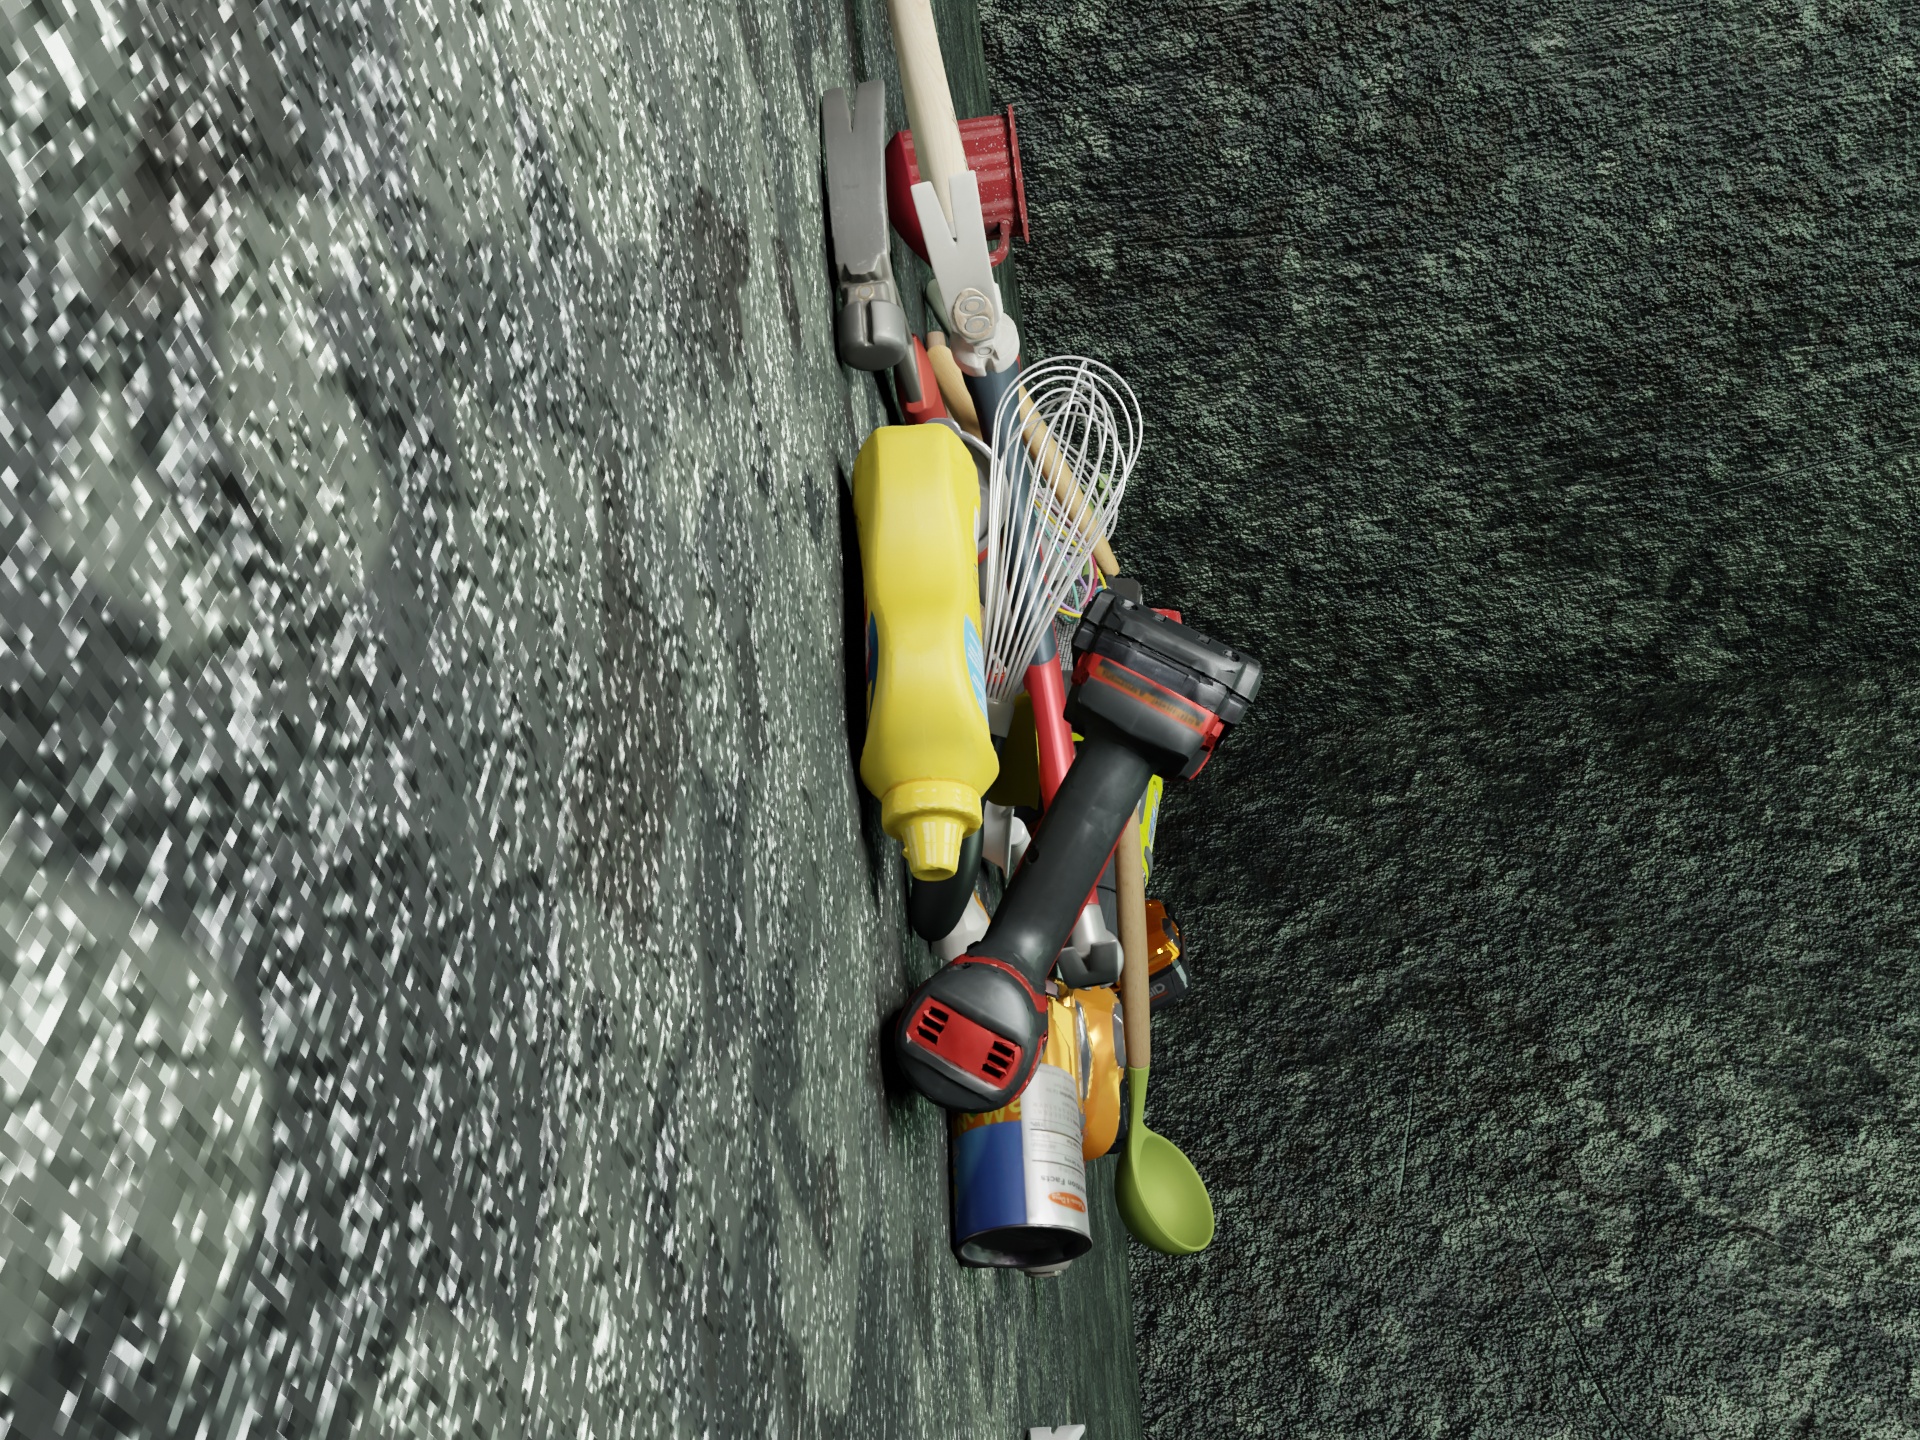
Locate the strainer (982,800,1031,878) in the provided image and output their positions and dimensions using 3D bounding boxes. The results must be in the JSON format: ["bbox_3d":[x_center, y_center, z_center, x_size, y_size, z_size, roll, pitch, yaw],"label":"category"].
[{"bbox_3d":[0.031,0.072,1.039,0.258,0.050,0.087,63,30,-72],"label":"strainer"}]

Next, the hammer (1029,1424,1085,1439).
[{"bbox_3d":[0.078,0.625,0.967,0.144,0.035,0.405,-72,155,-75],"label":"hammer"}]

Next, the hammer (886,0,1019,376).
[{"bbox_3d":[-0.029,-0.402,0.903,0.146,0.038,0.411,66,12,-66],"label":"hammer"}]

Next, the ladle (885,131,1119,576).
[{"bbox_3d":[0.027,-0.222,1.012,0.315,0.031,0.069,58,12,-23],"label":"ladle"}]

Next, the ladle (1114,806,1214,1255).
[{"bbox_3d":[0.120,0.188,0.975,0.078,0.062,0.320,-52,140,-63],"label":"ladle"}]

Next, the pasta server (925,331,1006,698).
[{"bbox_3d":[0.008,-0.119,1.112,0.060,0.040,0.316,130,-47,-81],"label":"pasta server"}]

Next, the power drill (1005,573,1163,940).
[{"bbox_3d":[0.090,0.036,1.077,0.191,0.080,0.228,-73,157,-46],"label":"power drill"}]

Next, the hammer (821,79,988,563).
[{"bbox_3d":[-0.023,-0.187,0.903,0.358,0.036,0.149,65,19,-70],"label":"hammer"}]

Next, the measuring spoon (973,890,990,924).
[{"bbox_3d":[0.008,0.123,0.995,0.116,0.011,0.021,63,20,-63],"label":"measuring spoon"}]

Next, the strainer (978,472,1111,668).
[{"bbox_3d":[0.029,-0.061,1.168,0.151,0.069,0.256,-11,-115,64],"label":"strainer"}]

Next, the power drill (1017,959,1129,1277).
[{"bbox_3d":[0.060,0.249,1.023,0.226,0.084,0.185,46,40,-74],"label":"power drill"}]

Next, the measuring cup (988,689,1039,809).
[{"bbox_3d":[0.018,0.024,0.851,0.156,0.029,0.062,120,-34,-79],"label":"measuring cup"}]

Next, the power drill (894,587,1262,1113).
[{"bbox_3d":[0.046,0.068,0.719,0.227,0.080,0.188,-62,173,-5],"label":"power drill"}]

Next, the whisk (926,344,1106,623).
[{"bbox_3d":[0.032,-0.159,1.049,0.051,0.047,0.245,70,-6,-61],"label":"whisk"}]

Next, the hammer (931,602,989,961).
[{"bbox_3d":[-0.001,-0.003,0.924,0.331,0.031,0.130,-84,166,-66],"label":"hammer"}]

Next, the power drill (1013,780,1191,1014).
[{"bbox_3d":[0.099,0.114,1.277,0.226,0.084,0.164,60,11,-10],"label":"power drill"}]

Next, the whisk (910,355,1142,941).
[{"bbox_3d":[0.020,-0.034,0.749,0.070,0.070,0.284,11,95,-84],"label":"whisk"}]

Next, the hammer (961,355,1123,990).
[{"bbox_3d":[0.044,-0.042,0.912,0.143,0.038,0.386,64,17,-76],"label":"hammer"}]

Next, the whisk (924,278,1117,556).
[{"bbox_3d":[0.038,-0.219,1.123,0.057,0.059,0.246,1,55,-57],"label":"whisk"}]
